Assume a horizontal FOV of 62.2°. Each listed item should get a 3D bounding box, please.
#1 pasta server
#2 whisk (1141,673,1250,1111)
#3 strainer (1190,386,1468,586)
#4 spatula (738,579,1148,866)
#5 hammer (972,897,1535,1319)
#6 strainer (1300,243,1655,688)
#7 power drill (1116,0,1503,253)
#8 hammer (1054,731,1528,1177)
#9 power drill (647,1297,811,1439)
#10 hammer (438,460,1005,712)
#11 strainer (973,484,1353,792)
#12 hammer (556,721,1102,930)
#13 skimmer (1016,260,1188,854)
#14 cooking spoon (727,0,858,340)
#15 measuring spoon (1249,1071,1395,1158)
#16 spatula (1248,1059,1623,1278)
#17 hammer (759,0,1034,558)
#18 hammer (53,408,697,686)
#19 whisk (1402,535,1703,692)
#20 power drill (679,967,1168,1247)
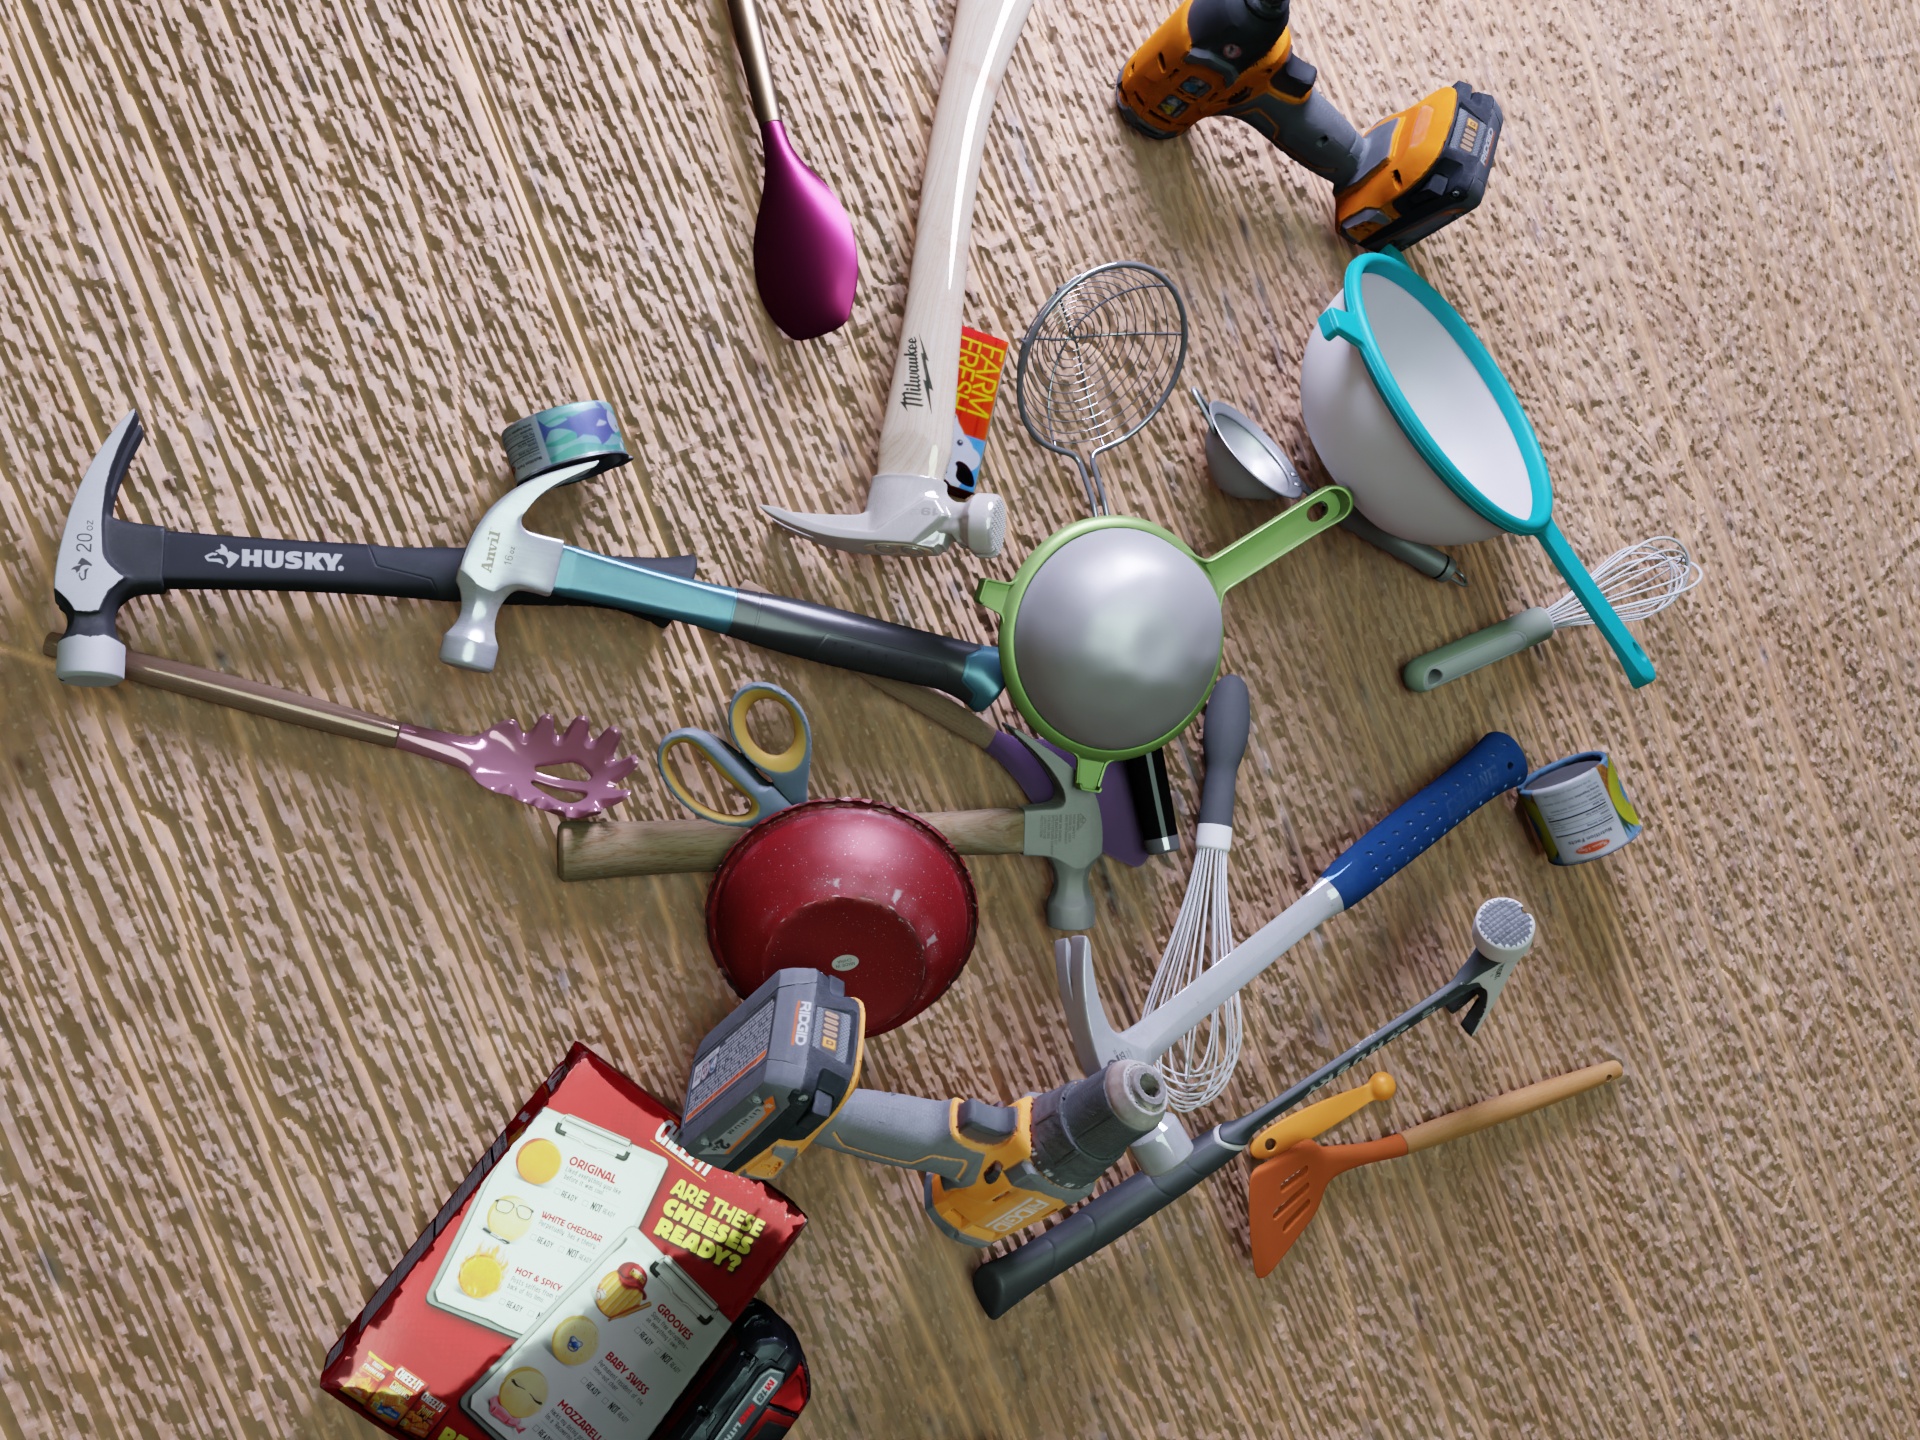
[{"bbox_3d":[-0.339,-0.002,0.883,0.316,0.040,0.060,16,61,-14],"label":"pasta server"},{"bbox_3d":[0.159,0.107,1.025,0.070,0.070,0.285,12,78,-17],"label":"whisk"},{"bbox_3d":[0.246,-0.146,1.075,0.258,0.050,0.087,25,36,-20],"label":"strainer"},{"bbox_3d":[-0.002,-0.003,0.999,0.315,0.018,0.060,30,77,-15],"label":"spatula"},{"bbox_3d":[0.185,0.254,1.005,0.409,0.149,0.036,-31,59,-8],"label":"hammer"},{"bbox_3d":[0.328,-0.143,1.053,0.340,0.095,0.211,52,37,-8],"label":"strainer"},{"bbox_3d":[0.231,-0.397,1.022,0.226,0.164,0.084,21,79,-17],"label":"power drill"},{"bbox_3d":[0.226,0.111,1.009,0.405,0.035,0.144,-31,94,-29],"label":"hammer"},{"bbox_3d":[-0.070,0.442,0.922,0.219,0.078,0.143,43,76,-13],"label":"power drill"},{"bbox_3d":[-0.121,-0.059,0.926,0.330,0.033,0.128,13,85,-22],"label":"hammer"},{"bbox_3d":[0.146,-0.074,0.959,0.256,0.069,0.151,-32,105,-12],"label":"strainer"},{"bbox_3d":[-0.073,0.069,0.959,0.331,0.031,0.130,-1,97,-15],"label":"hammer"},{"bbox_3d":[0.112,-0.097,0.998,0.127,0.090,0.363,-9,88,-30],"label":"skimmer"},{"bbox_3d":[-0.122,-0.389,0.976,0.069,0.017,0.319,-15,86,18],"label":"cooking spoon"},{"bbox_3d":[0.244,0.265,1.062,0.117,0.011,0.021,-21,93,-17],"label":"measuring spoon"},{"bbox_3d":[0.323,0.283,1.071,0.322,0.041,0.081,-13,108,-19],"label":"spatula"},{"bbox_3d":[-0.020,-0.300,0.988,0.146,0.038,0.411,5,77,14],"label":"hammer"},{"bbox_3d":[-0.315,-0.089,0.891,0.334,0.035,0.146,1,77,-20],"label":"hammer"},{"bbox_3d":[0.417,-0.071,1.122,0.246,0.059,0.057,-22,121,-13],"label":"whisk"},{"bbox_3d":[-0.015,0.212,0.874,0.226,0.185,0.084,26,44,-23],"label":"power drill"}]
